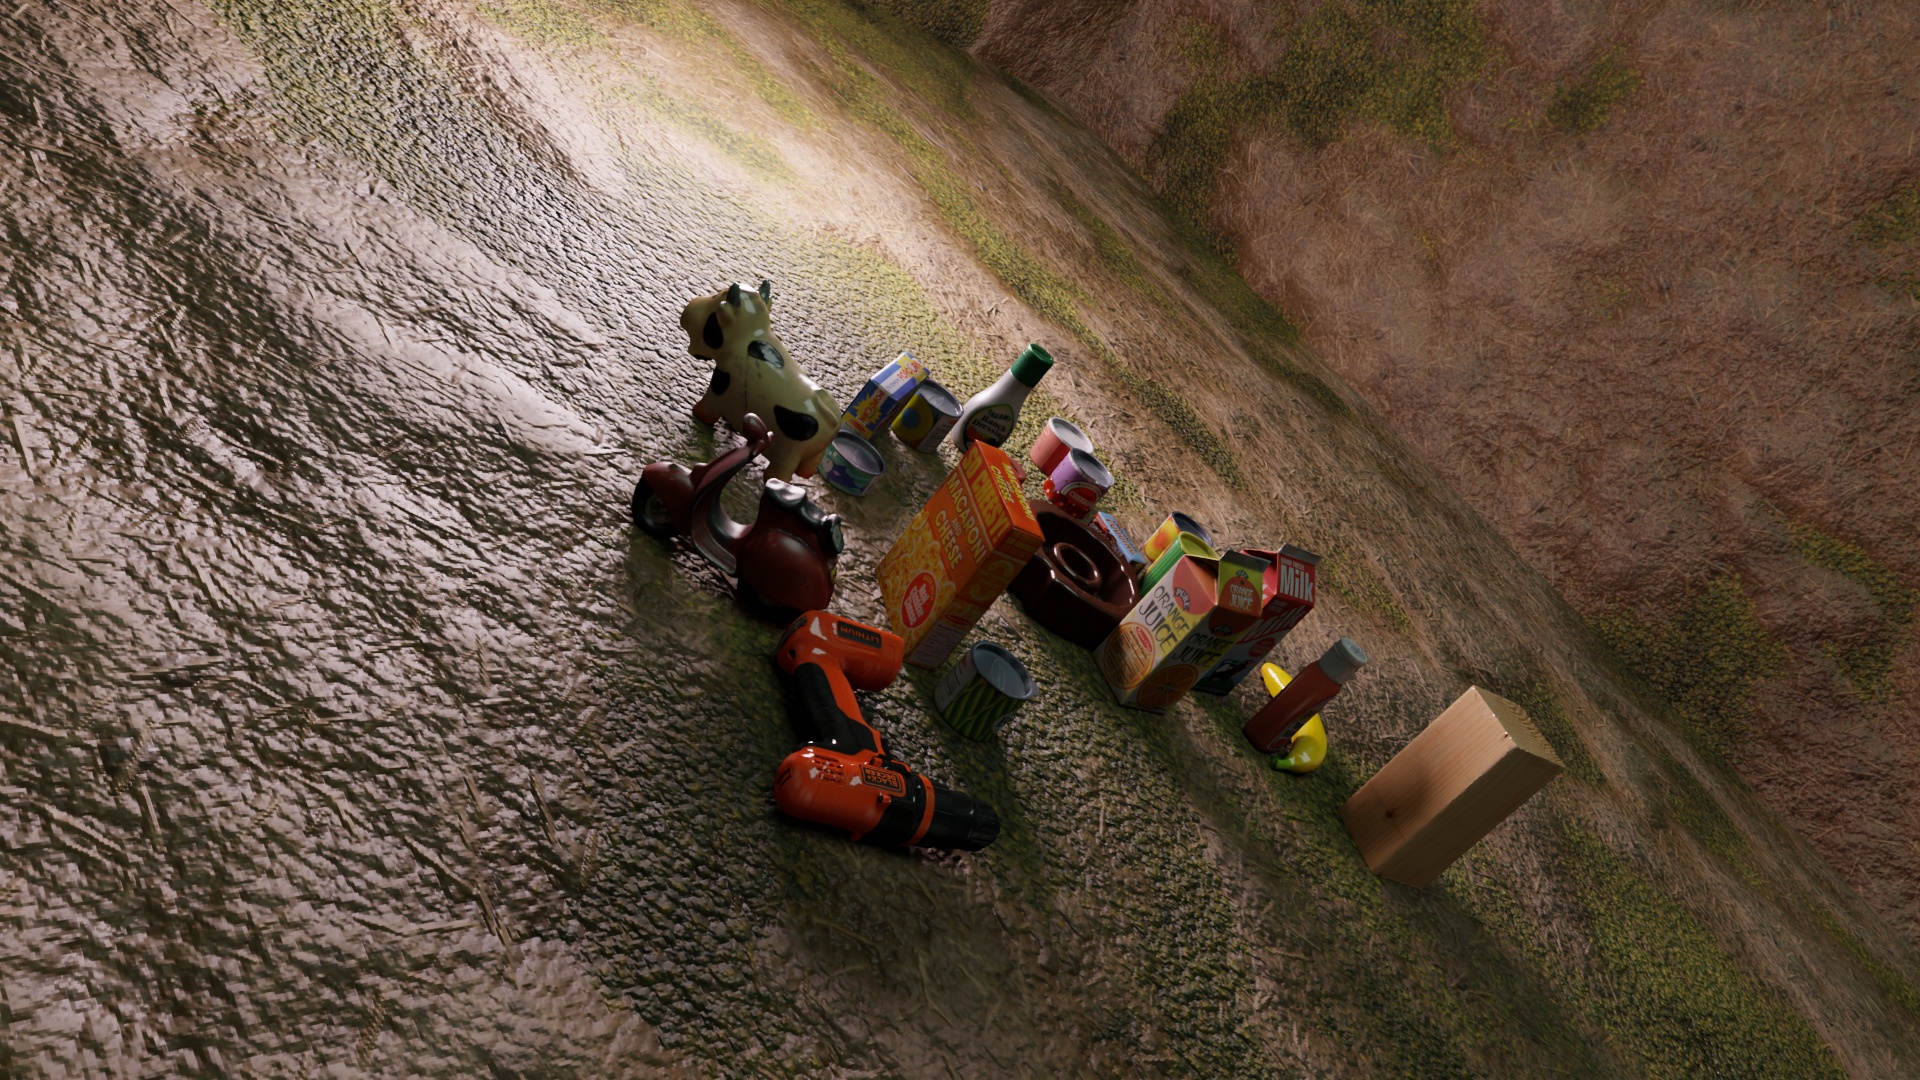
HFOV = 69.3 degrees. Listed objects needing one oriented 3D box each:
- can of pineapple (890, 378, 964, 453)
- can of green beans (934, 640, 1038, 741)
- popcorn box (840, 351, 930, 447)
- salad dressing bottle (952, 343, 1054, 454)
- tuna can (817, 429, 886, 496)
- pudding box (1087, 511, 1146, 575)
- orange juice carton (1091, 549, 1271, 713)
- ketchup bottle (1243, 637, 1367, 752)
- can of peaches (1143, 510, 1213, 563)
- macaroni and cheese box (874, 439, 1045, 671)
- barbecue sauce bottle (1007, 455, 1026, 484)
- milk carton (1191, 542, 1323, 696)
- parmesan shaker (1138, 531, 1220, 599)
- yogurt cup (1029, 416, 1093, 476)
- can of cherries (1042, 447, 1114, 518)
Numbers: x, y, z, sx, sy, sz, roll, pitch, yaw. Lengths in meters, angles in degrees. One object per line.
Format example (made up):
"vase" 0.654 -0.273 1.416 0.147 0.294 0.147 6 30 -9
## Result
"can of pineapple" -0.040 -0.141 1.551 0.071 0.057 0.071 31 26 -17
"can of green beans" 0.020 0.129 1.186 0.071 0.057 0.071 31 26 -17
"popcorn box" -0.085 -0.144 1.463 0.038 0.085 0.127 39 25 -1
"salad dressing bottle" 0.050 -0.161 1.598 0.064 0.147 0.044 28 27 -24
"tuna can" -0.111 -0.078 1.380 0.071 0.032 0.071 31 26 -17
"pudding box" 0.172 0.013 1.591 0.030 0.049 0.084 15 34 -41
"orange juice carton" 0.226 0.081 1.382 0.072 0.192 0.073 16 33 -40
"ketchup bottle" 0.371 0.165 1.491 0.065 0.148 0.043 0 45 -54
"can of peaches" 0.271 0.008 1.722 0.071 0.058 0.071 31 26 -17
"macaroni and cheese box" -0.004 0.013 1.218 0.040 0.165 0.124 22 30 -33
"barbecue sauce bottle" 0.005 -0.016 1.299 0.044 0.148 0.065 5 42 -51
"milk carton" 0.310 0.077 1.506 0.072 0.189 0.074 16 33 -40
"parmesan shaker" 0.237 0.049 1.556 0.071 0.102 0.071 31 26 -17
"yogurt cup" 0.123 -0.112 1.727 0.072 0.053 0.073 31 26 -17
"can of cherries" 0.142 -0.067 1.672 0.071 0.058 0.072 31 26 -17
